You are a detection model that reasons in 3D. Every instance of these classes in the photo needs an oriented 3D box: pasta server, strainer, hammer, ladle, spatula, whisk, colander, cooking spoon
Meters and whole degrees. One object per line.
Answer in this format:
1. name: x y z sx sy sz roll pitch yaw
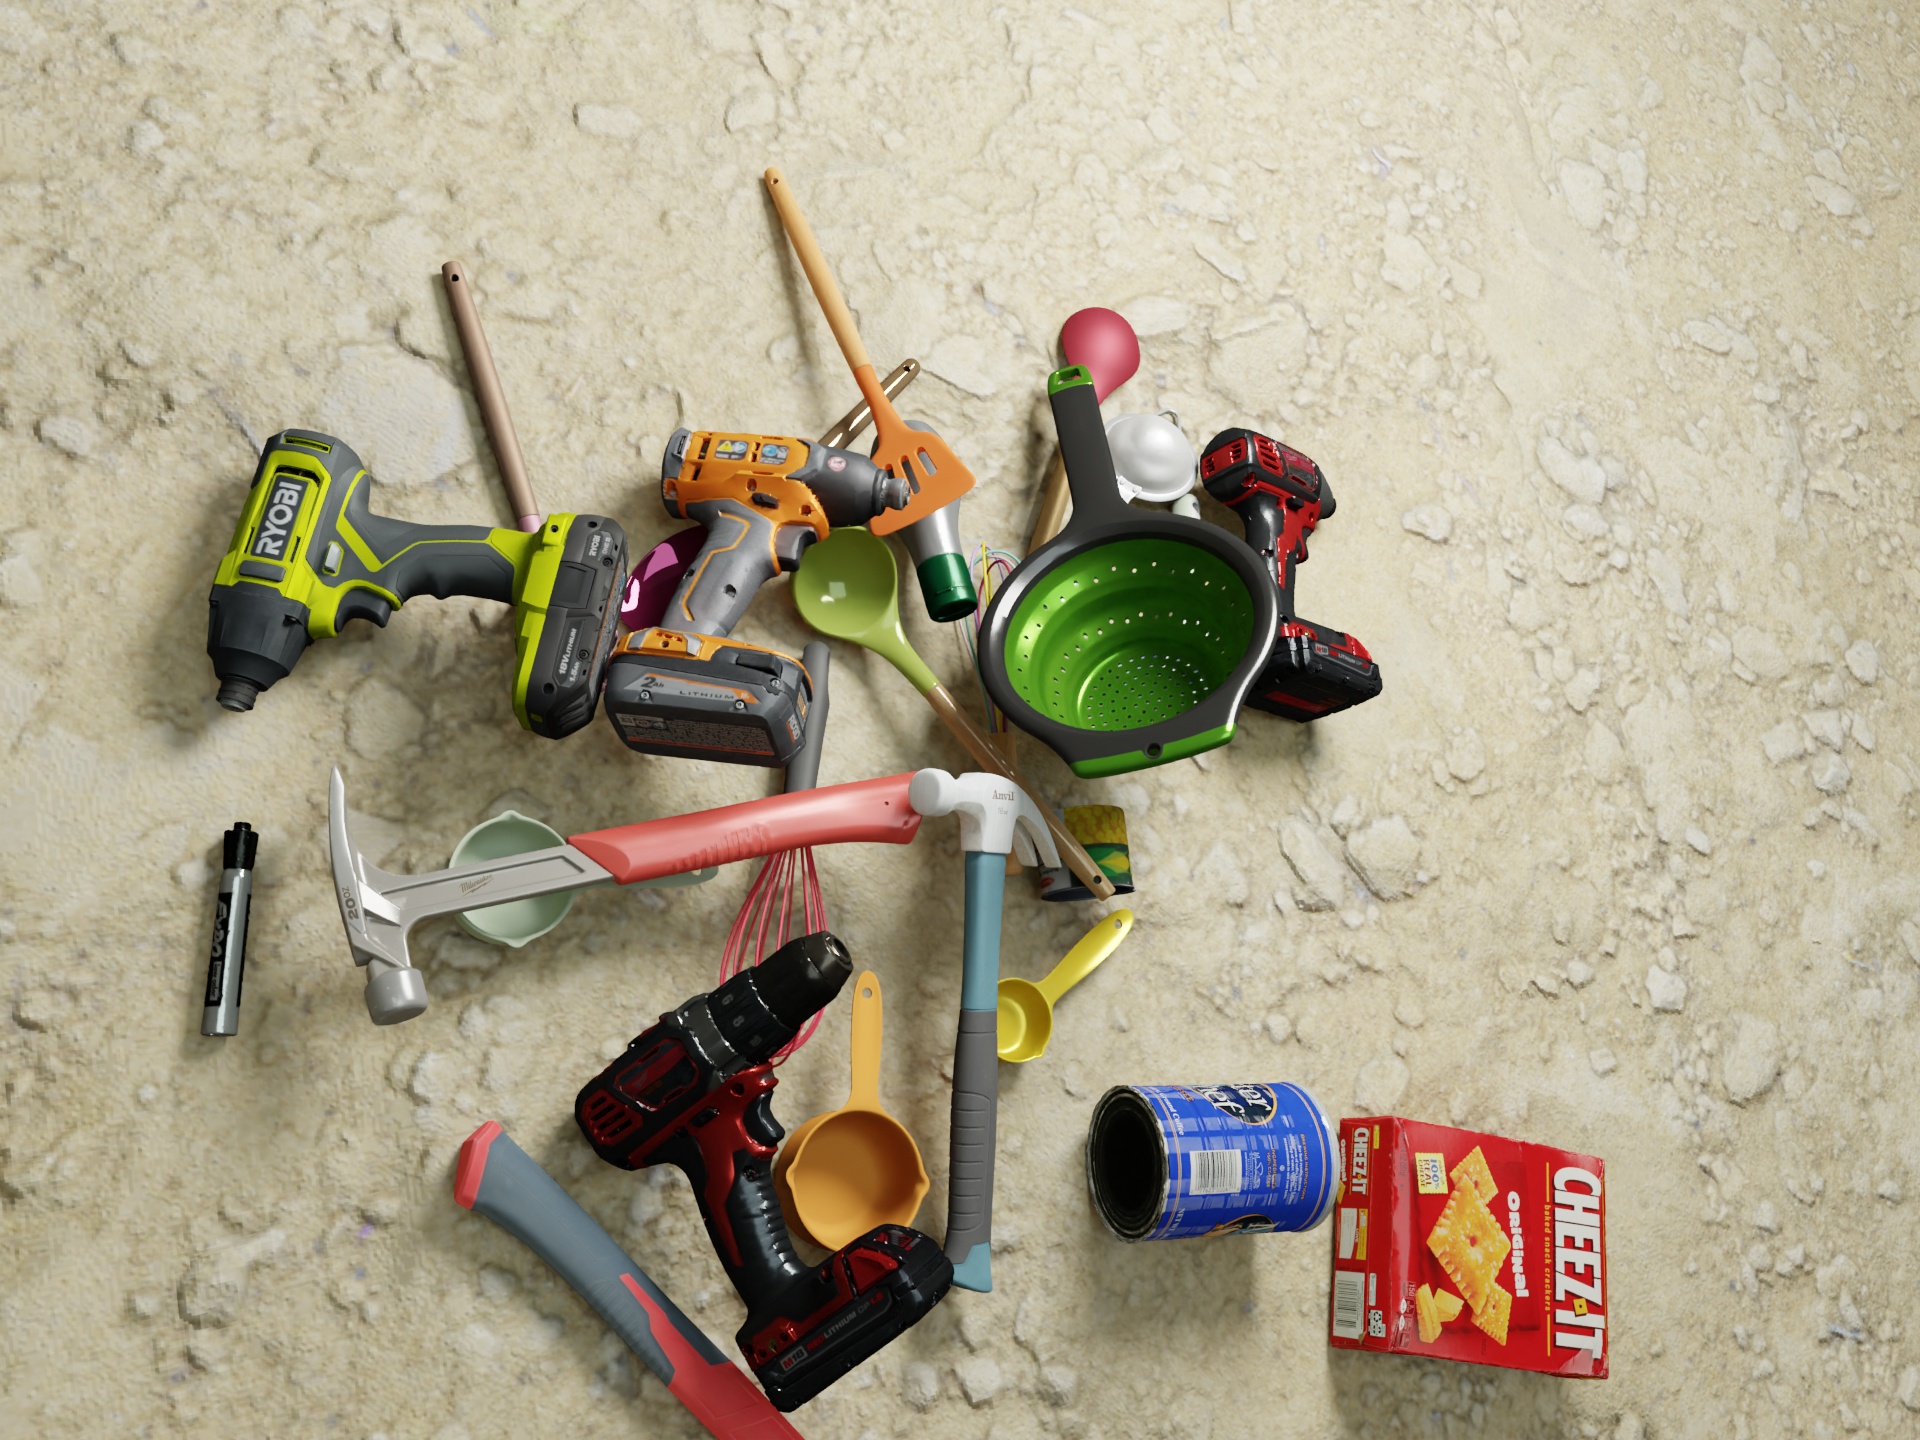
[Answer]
1. pasta server: -0.289 -0.159 1.035 0.060 0.040 0.316 -16 81 -17
2. strainer: 0.121 -0.162 1.238 0.087 0.050 0.258 30 66 2
3. hammer: -0.146 0.375 0.945 0.386 0.038 0.143 49 59 -6
4. ladle: -0.002 -0.003 1.087 0.078 0.062 0.320 -39 82 -10
5. spatula: -0.081 -0.275 1.141 0.081 0.041 0.323 -26 73 7
6. ladle: 0.082 -0.199 1.237 0.069 0.031 0.316 21 68 -9
7. hammer: 0.010 0.200 1.024 0.128 0.033 0.331 8 83 -50
8. hammer: -0.187 0.069 0.962 0.359 0.036 0.149 -11 70 -25
9. whisk: 0.029 -0.011 1.148 0.051 0.047 0.245 0 79 -23
10. colander: 0.113 -0.102 1.145 0.204 0.094 0.398 -14 50 8
11. whisk: 0.174 -0.082 1.209 0.057 0.059 0.247 46 37 -41
12. whisk: -0.110 0.081 1.041 0.073 0.073 0.296 15 64 -22
13. cooking spoon: -0.124 -0.163 1.127 0.069 0.017 0.319 37 61 6

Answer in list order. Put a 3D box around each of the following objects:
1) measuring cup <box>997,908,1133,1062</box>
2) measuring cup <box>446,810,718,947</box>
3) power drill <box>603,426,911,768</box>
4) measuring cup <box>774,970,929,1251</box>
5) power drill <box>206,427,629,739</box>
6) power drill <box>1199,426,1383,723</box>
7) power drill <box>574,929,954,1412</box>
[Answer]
1. measuring cup: 0.066 0.181 1.115 0.156 0.029 0.062 -37 93 -32
2. measuring cup: -0.234 0.099 0.985 0.167 0.038 0.083 0 75 -28
3. power drill: -0.127 -0.087 1.018 0.164 0.084 0.227 6 61 8
4. measuring cup: -0.071 0.249 1.012 0.095 0.052 0.174 11 69 -23
5. power drill: -0.323 -0.069 0.949 0.223 0.080 0.171 11 70 -5
6. power drill: 0.263 -0.118 1.267 0.143 0.078 0.220 14 63 -41
7. power drill: -0.096 0.252 0.920 0.188 0.080 0.227 -38 77 6
